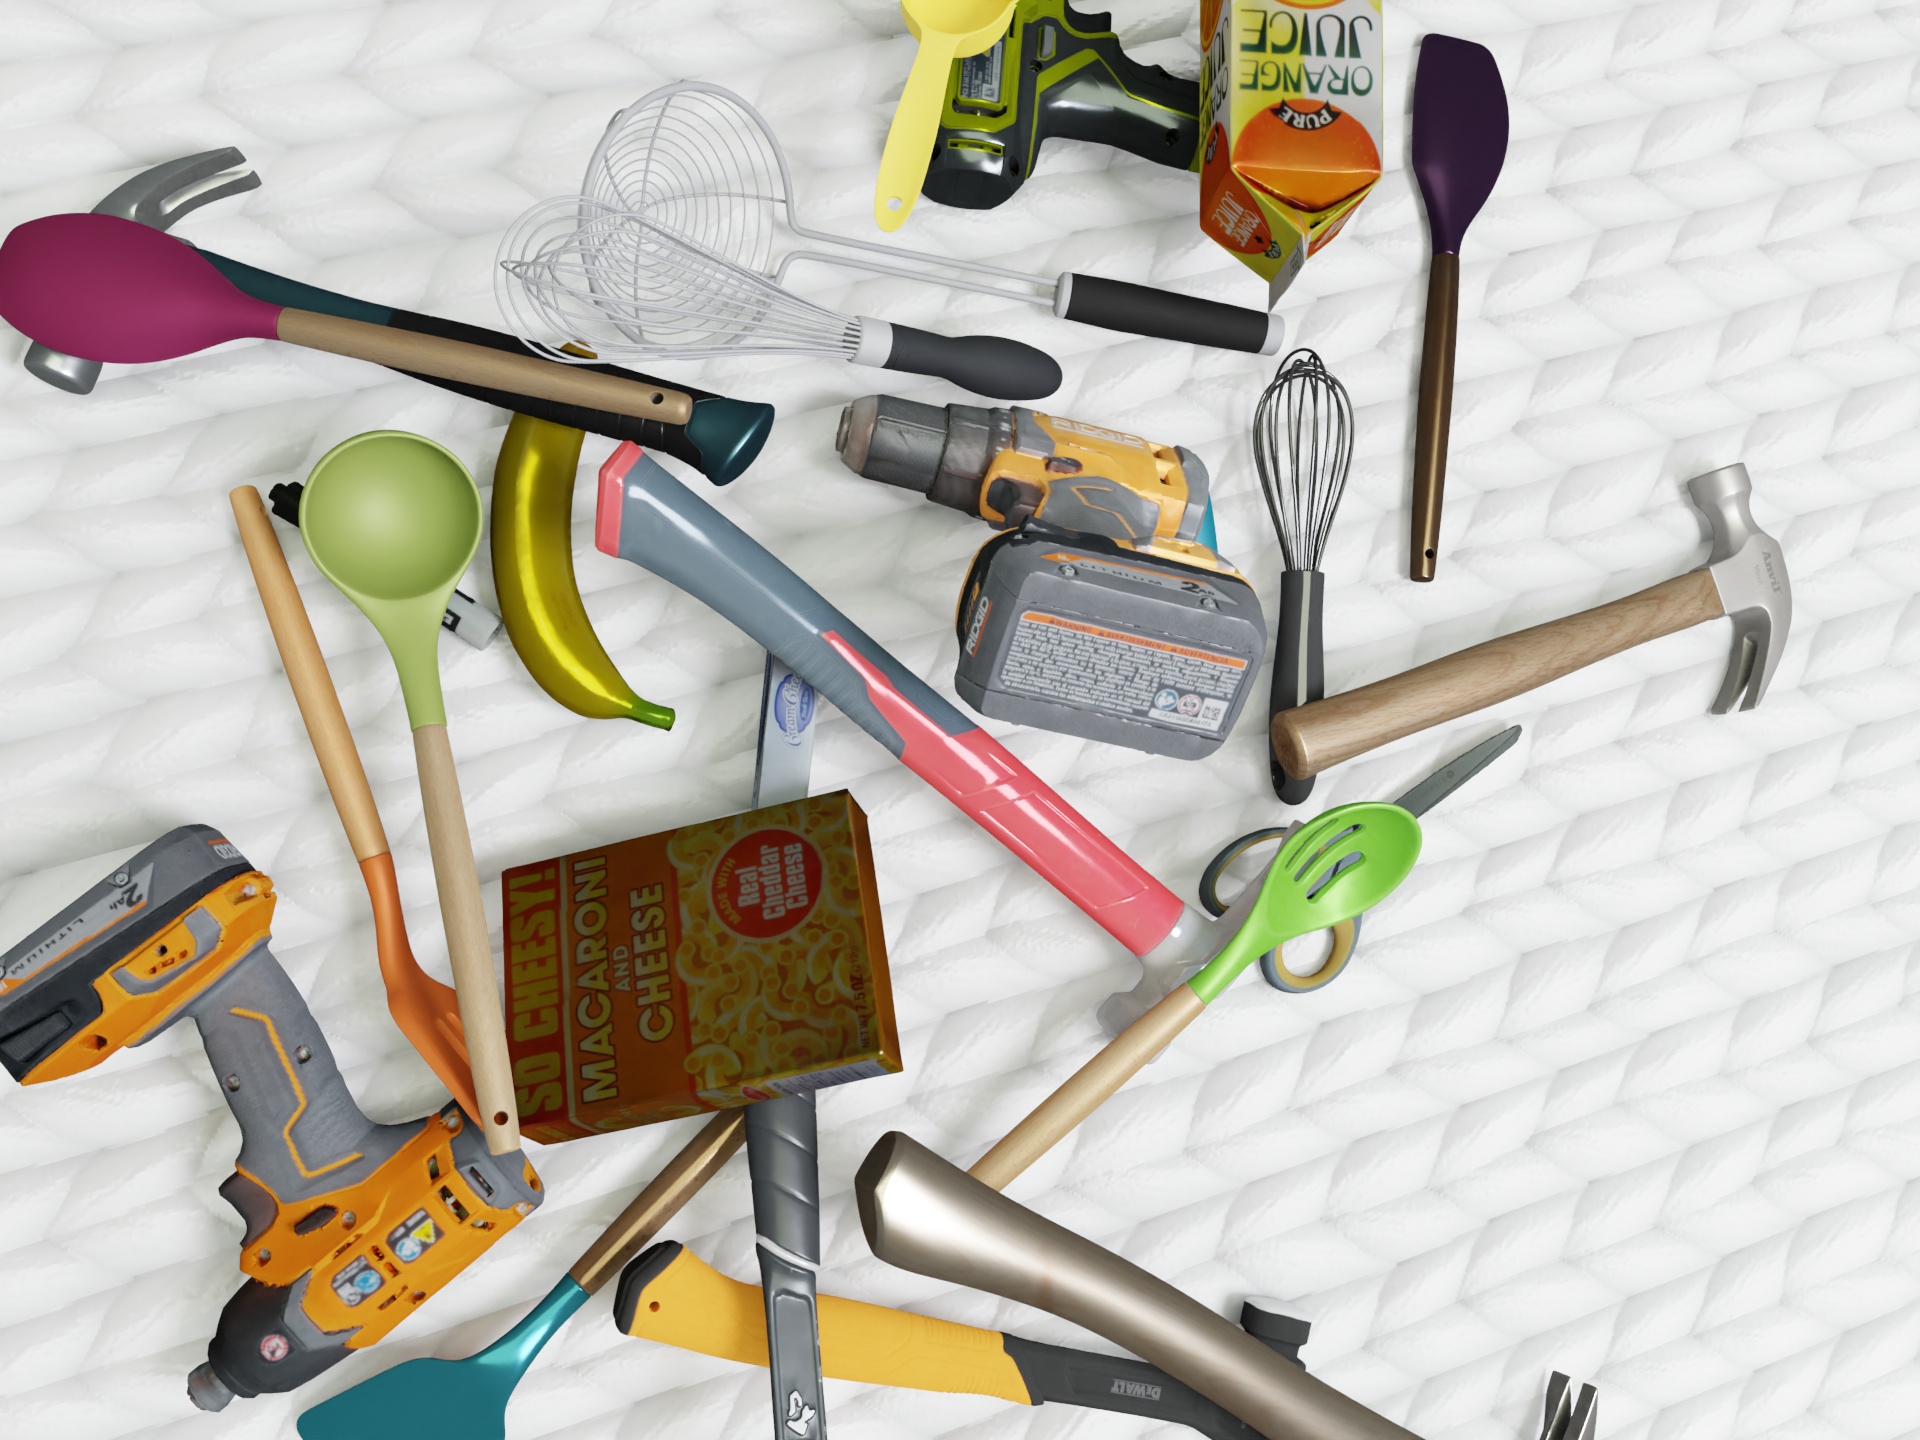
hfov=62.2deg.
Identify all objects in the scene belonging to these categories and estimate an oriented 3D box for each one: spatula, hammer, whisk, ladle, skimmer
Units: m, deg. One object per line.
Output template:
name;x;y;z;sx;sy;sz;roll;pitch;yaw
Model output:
spatula;0.268;-0.230;0.876;0.059;0.018;0.316;9;81;-11
spatula;-0.159;0.239;0.740;0.317;0.044;0.082;-44;94;-17
spatula;-0.267;0.037;0.726;0.041;0.081;0.323;-23;84;9
hammer;-0.068;0.253;0.692;0.149;0.036;0.409;2;67;-20
hammer;0.003;0.307;0.744;0.336;0.034;0.127;17;80;-14
whisk;-0.072;-0.179;0.733;0.284;0.070;0.070;4;83;-31
whisk;0.176;-0.075;0.830;0.055;0.055;0.239;3;88;-11
ladle;-0.225;0.026;0.687;0.078;0.062;0.320;-10;76;-21
hammer;-0.250;-0.171;0.734;0.331;0.033;0.128;16;79;1
skimmer;-0.001;-0.219;0.784;0.363;0.090;0.127;8;105;-12
hammer;0.310;-0.033;0.842;0.331;0.031;0.130;-19;89;-19
hammer;-0.001;-0.002;0.735;0.386;0.038;0.143;40;90;-18
hammer;0.131;0.294;0.742;0.410;0.038;0.146;35;73;-15

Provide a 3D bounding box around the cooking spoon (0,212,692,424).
cooking spoon;-0.275;-0.171;0.706;0.319;0.017;0.069;12;79;1

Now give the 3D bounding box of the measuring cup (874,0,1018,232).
measuring cup;-0.014;-0.302;0.763;0.062;0.029;0.156;15;83;3

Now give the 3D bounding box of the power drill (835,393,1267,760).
power drill;0.034;-0.083;0.724;0.185;0.226;0.084;12;120;-10

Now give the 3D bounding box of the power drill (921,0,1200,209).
power drill;0.092;-0.346;0.826;0.223;0.080;0.171;6;84;-8

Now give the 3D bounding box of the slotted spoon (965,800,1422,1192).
slotted spoon;0.091;0.145;0.752;0.314;0.031;0.070;-41;125;-2

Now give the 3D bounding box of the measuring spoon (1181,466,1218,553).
measuring spoon;0.130;-0.074;0.829;0.042;0.021;0.128;-7;87;-12

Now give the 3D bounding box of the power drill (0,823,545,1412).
power drill;-0.314;0.176;0.686;0.164;0.084;0.226;-40;96;-11
